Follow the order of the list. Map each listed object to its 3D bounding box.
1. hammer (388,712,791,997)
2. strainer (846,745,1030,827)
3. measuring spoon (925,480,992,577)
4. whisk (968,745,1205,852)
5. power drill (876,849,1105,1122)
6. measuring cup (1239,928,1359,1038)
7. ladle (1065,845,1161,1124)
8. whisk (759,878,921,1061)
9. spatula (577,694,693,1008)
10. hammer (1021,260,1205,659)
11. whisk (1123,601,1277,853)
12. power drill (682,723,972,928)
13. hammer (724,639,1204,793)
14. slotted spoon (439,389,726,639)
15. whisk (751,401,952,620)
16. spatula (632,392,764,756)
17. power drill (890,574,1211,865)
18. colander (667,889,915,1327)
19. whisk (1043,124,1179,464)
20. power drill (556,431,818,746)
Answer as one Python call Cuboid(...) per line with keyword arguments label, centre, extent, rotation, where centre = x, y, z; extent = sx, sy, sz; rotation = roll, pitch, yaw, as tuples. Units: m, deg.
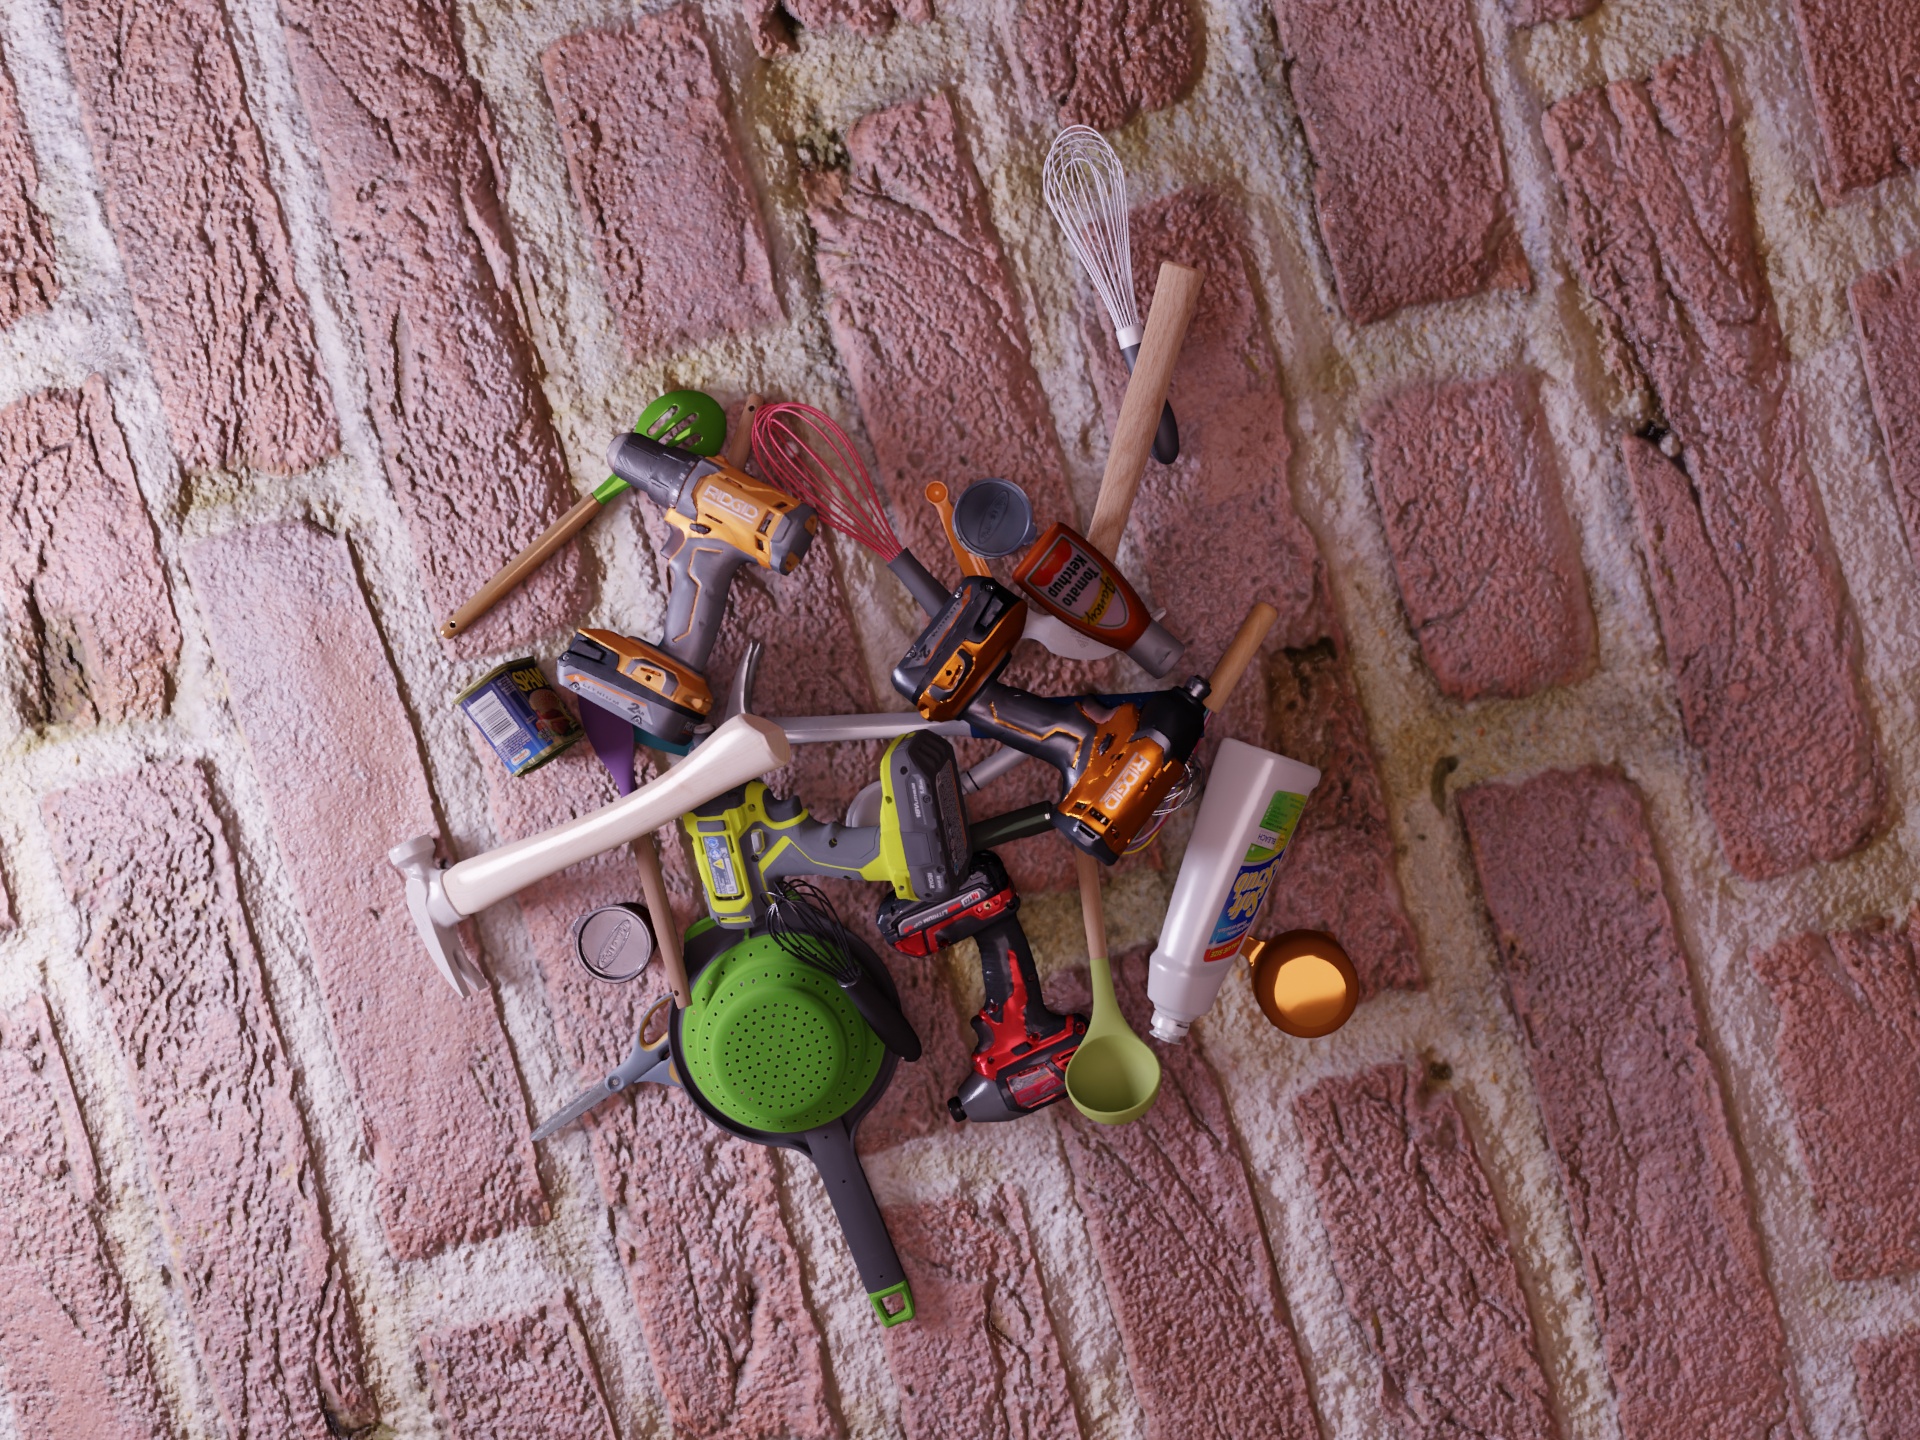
Cuboid(label="hammer", centre=(-0.301, 0.103, 1.305), extent=(0.410, 0.038, 0.146), rotation=(-24, 90, 27))
Cuboid(label="strainer", centre=(0.000, 0.057, 1.357), extent=(0.258, 0.050, 0.087), rotation=(-33, 95, 2))
Cuboid(label="measuring spoon", centre=(0.001, -0.150, 1.357), extent=(0.021, 0.011, 0.117), rotation=(-28, 95, -5))
Cuboid(label="whisk", centre=(0.083, 0.076, 1.314), extent=(0.246, 0.058, 0.059), rotation=(-19, 111, 14))
Cuboid(label="power drill", centre=(0.020, 0.234, 1.351), extent=(0.143, 0.078, 0.219), rotation=(-26, 95, 5))
Cuboid(label="measuring cup", centre=(0.256, 0.202, 1.342), extent=(0.173, 0.052, 0.095), rotation=(31, 95, 0))
Cuboid(label="ladle", centre=(0.111, 0.170, 1.314), extent=(0.078, 0.062, 0.320), rotation=(-8, 78, 6))
Cuboid(label="whisk", centre=(-0.092, 0.208, 1.292), extent=(0.055, 0.055, 0.238), rotation=(-29, 127, 5))
Cuboid(label="spatula", centre=(-0.276, 0.091, 1.357), extent=(0.060, 0.018, 0.316), rotation=(-23, 80, 34))
Cuboid(label="hammer", centre=(0.138, -0.208, 1.307), extent=(0.130, 0.031, 0.331), rotation=(16, 105, 0))
Cuboid(label="whisk", centre=(0.194, 0.006, 1.339), extent=(0.047, 0.051, 0.245), rotation=(32, 92, 7))
Cuboid(label="power drill", centre=(-0.114, 0.078, 1.285), extent=(0.223, 0.080, 0.171), rotation=(-5, 109, 16))
Cuboid(label="hammer", centre=(-0.002, -0.004, 1.328), extent=(0.405, 0.035, 0.144), rotation=(-3, 87, 9))
Cuboid(label="slotted spoon", centre=(-0.329, -0.172, 1.368), extent=(0.314, 0.031, 0.070), rotation=(-39, 91, 7))
Cuboid(label="whisk", centre=(-0.066, -0.153, 1.337), extent=(0.073, 0.073, 0.296), rotation=(-41, 96, 5))
Cuboid(label="spatula", centre=(-0.224, -0.128, 1.367), extent=(0.082, 0.044, 0.317), rotation=(19, 90, 4))
Cuboid(label="power drill", centre=(0.077, -0.016, 1.254), extent=(0.226, 0.084, 0.164), rotation=(38, 90, 10))
Cuboid(label="colander", centre=(-0.121, 0.347, 1.349), extent=(0.204, 0.094, 0.397), rotation=(-21, 94, -1))
Cuboid(label="whisk", centre=(0.132, -0.349, 1.313), extent=(0.070, 0.070, 0.284), rotation=(-18, 97, 5))
Cuboid(label="power drill", centre=(-0.246, -0.115, 1.307), extent=(0.185, 0.084, 0.226), rotation=(28, 88, 8))
